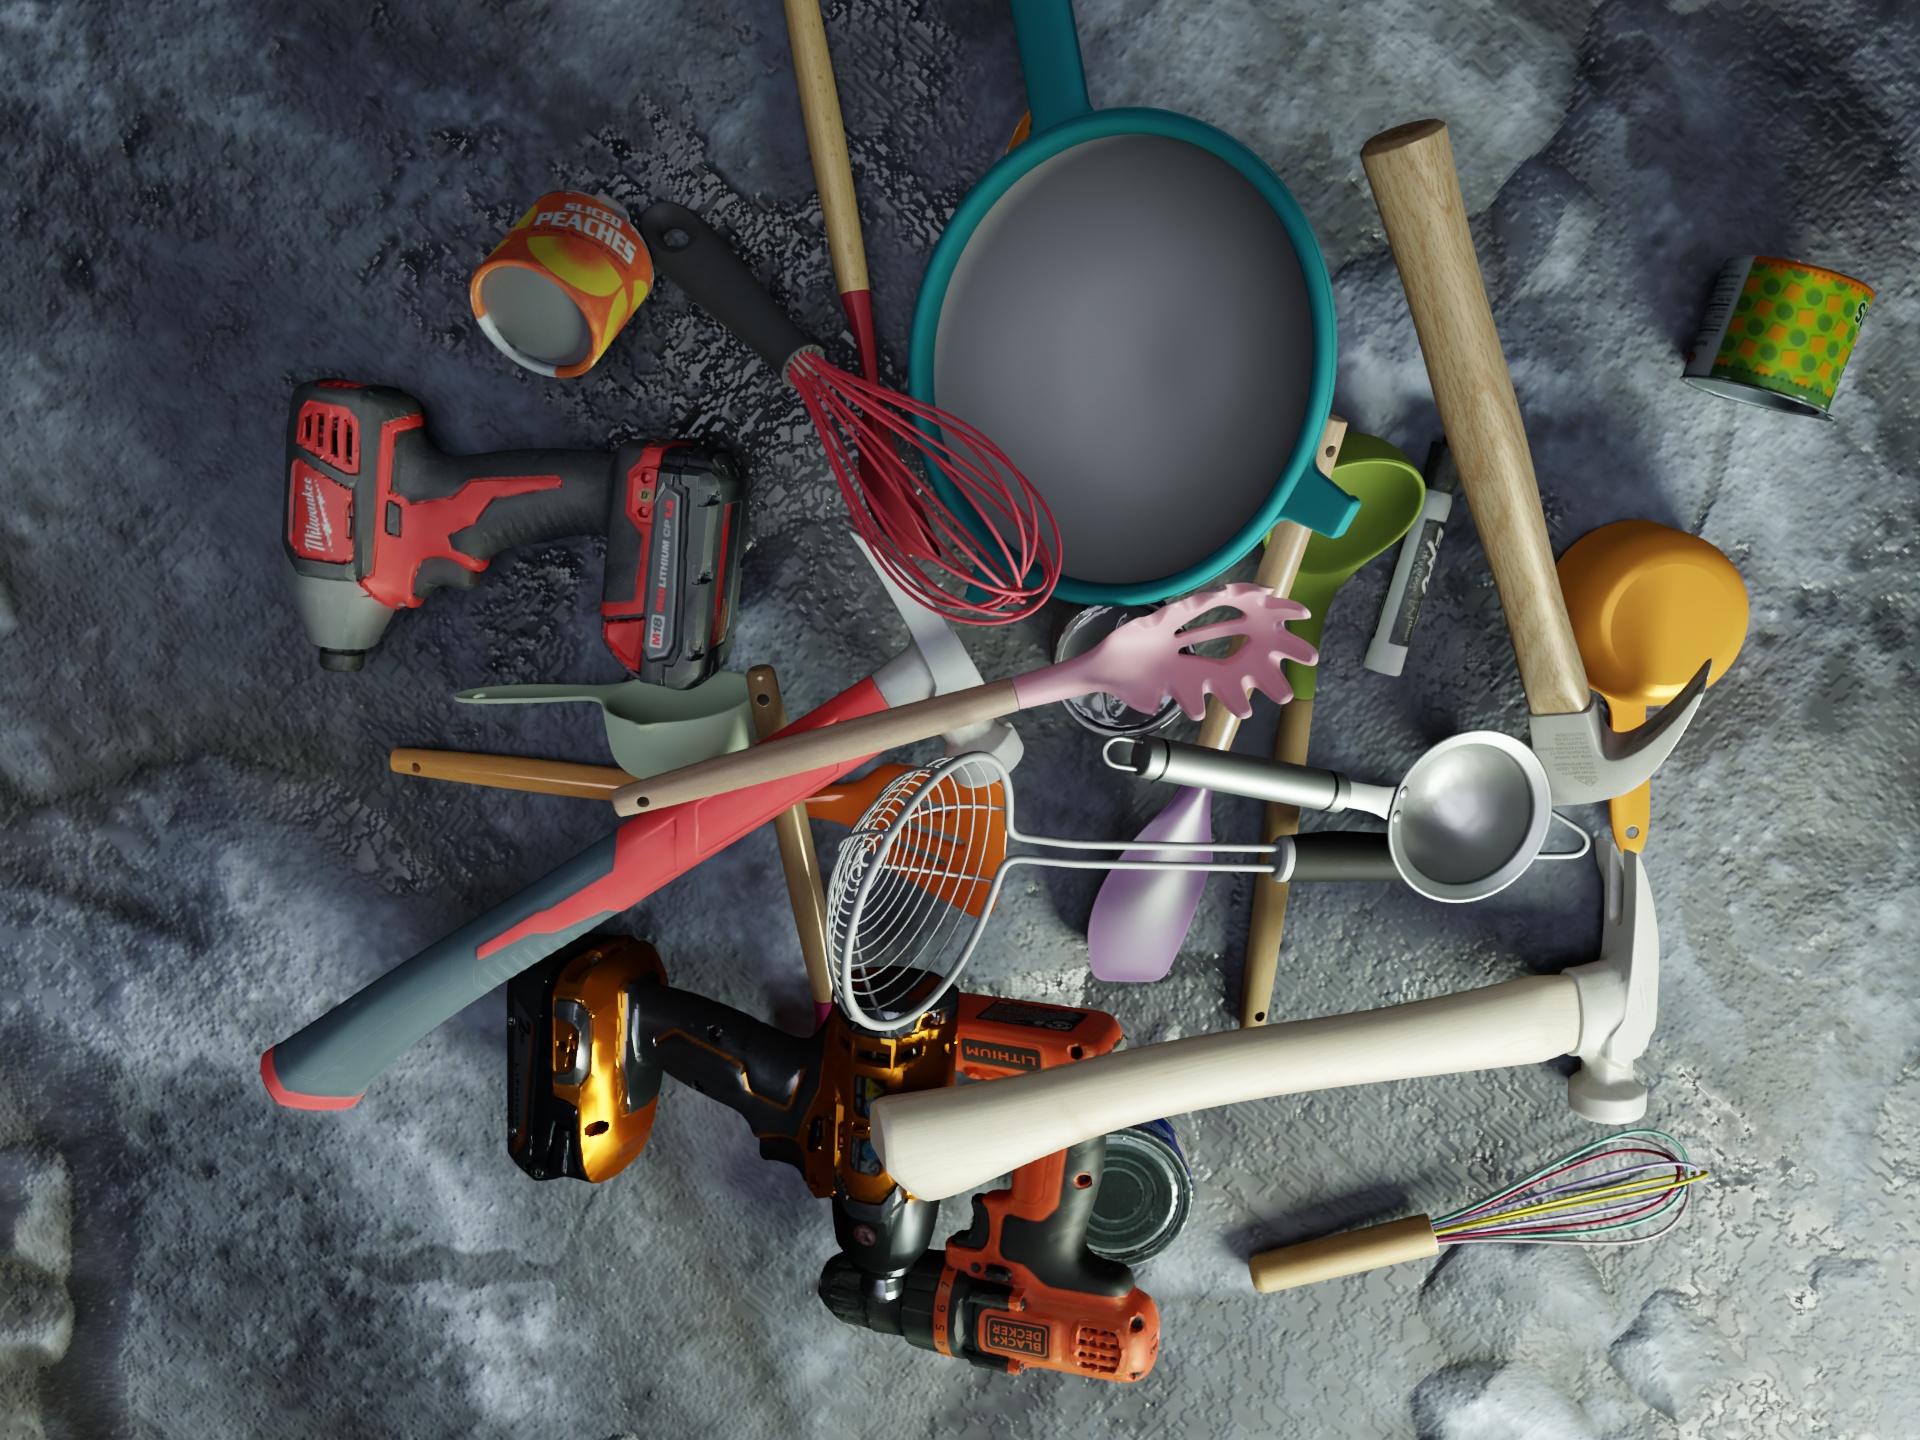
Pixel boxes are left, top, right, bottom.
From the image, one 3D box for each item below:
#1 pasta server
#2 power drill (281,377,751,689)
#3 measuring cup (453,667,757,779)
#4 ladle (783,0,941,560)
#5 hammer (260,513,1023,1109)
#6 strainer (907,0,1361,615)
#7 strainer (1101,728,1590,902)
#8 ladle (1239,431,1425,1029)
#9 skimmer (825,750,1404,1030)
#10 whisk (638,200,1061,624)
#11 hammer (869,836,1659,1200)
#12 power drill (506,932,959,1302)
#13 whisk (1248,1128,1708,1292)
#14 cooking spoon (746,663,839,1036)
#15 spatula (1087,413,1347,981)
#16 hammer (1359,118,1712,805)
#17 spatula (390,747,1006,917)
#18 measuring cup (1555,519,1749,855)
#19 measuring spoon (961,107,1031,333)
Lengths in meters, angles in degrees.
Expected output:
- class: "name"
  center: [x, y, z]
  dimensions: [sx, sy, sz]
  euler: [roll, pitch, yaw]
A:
- class: "pasta server"
  center: [-0.001, -0.002, 0.704]
  dimensions: [0.316, 0.040, 0.060]
  euler: [-15, 111, 0]
- class: "power drill"
  center: [-0.222, -0.082, 0.776]
  dimensions: [0.219, 0.078, 0.143]
  euler: [9, 101, 3]
- class: "measuring cup"
  center: [-0.180, 0.003, 0.803]
  dimensions: [0.167, 0.083, 0.038]
  euler: [1, 112, 17]
- class: "ladle"
  center: [-0.054, -0.229, 0.752]
  dimensions: [0.031, 0.069, 0.315]
  euler: [-10, 96, 4]
- class: "hammer"
  center: [-0.168, 0.058, 0.743]
  dimensions: [0.386, 0.038, 0.143]
  euler: [-31, 114, 2]
- class: "strainer"
  center: [0.073, -0.223, 0.722]
  dimensions: [0.211, 0.095, 0.340]
  euler: [-11, 90, 36]
- class: "strainer"
  center: [0.178, 0.032, 0.737]
  dimensions: [0.258, 0.050, 0.087]
  euler: [11, 101, -23]
- class: "ladle"
  center: [0.171, 0.017, 0.793]
  dimensions: [0.078, 0.062, 0.320]
  euler: [0, 106, -16]
- class: "skimmer"
  center: [0.109, 0.077, 0.729]
  dimensions: [0.363, 0.090, 0.127]
  euler: [2, 112, -21]
- class: "whisk"
  center: [-0.060, -0.146, 0.707]
  dimensions: [0.073, 0.073, 0.296]
  euler: [-47, 65, 10]
- class: "hammer"
  center: [0.158, 0.154, 0.768]
  dimensions: [0.410, 0.038, 0.146]
  euler: [-6, 102, -16]
- class: "power drill"
  center: [-0.112, 0.196, 0.796]
  dimensions: [0.226, 0.084, 0.164]
  euler: [6, 100, 19]
- class: "whisk"
  center: [0.274, 0.268, 0.851]
  dimensions: [0.245, 0.047, 0.051]
  euler: [-16, 102, 9]
- class: "cooking spoon"
  center: [-0.073, 0.120, 0.818]
  dimensions: [0.069, 0.017, 0.318]
  euler: [-8, 112, 4]
- class: "spatula"
  center: [0.124, 0.002, 0.771]
  dimensions: [0.059, 0.018, 0.315]
  euler: [6, 118, -22]
- class: "hammer"
  center: [0.243, -0.101, 0.707]
  dimensions: [0.130, 0.031, 0.331]
  euler: [-6, 121, 35]
- class: "spatula"
  center: [-0.136, 0.041, 0.816]
  dimensions: [0.322, 0.041, 0.081]
  euler: [6, 114, 2]
- class: "measuring cup"
  center: [0.338, -0.010, 0.780]
  dimensions: [0.095, 0.052, 0.173]
  euler: [-5, 101, 0]
- class: "measuring spoon"
  center: [0.021, -0.242, 0.766]
  dimensions: [0.021, 0.011, 0.117]
  euler: [21, 99, -1]
